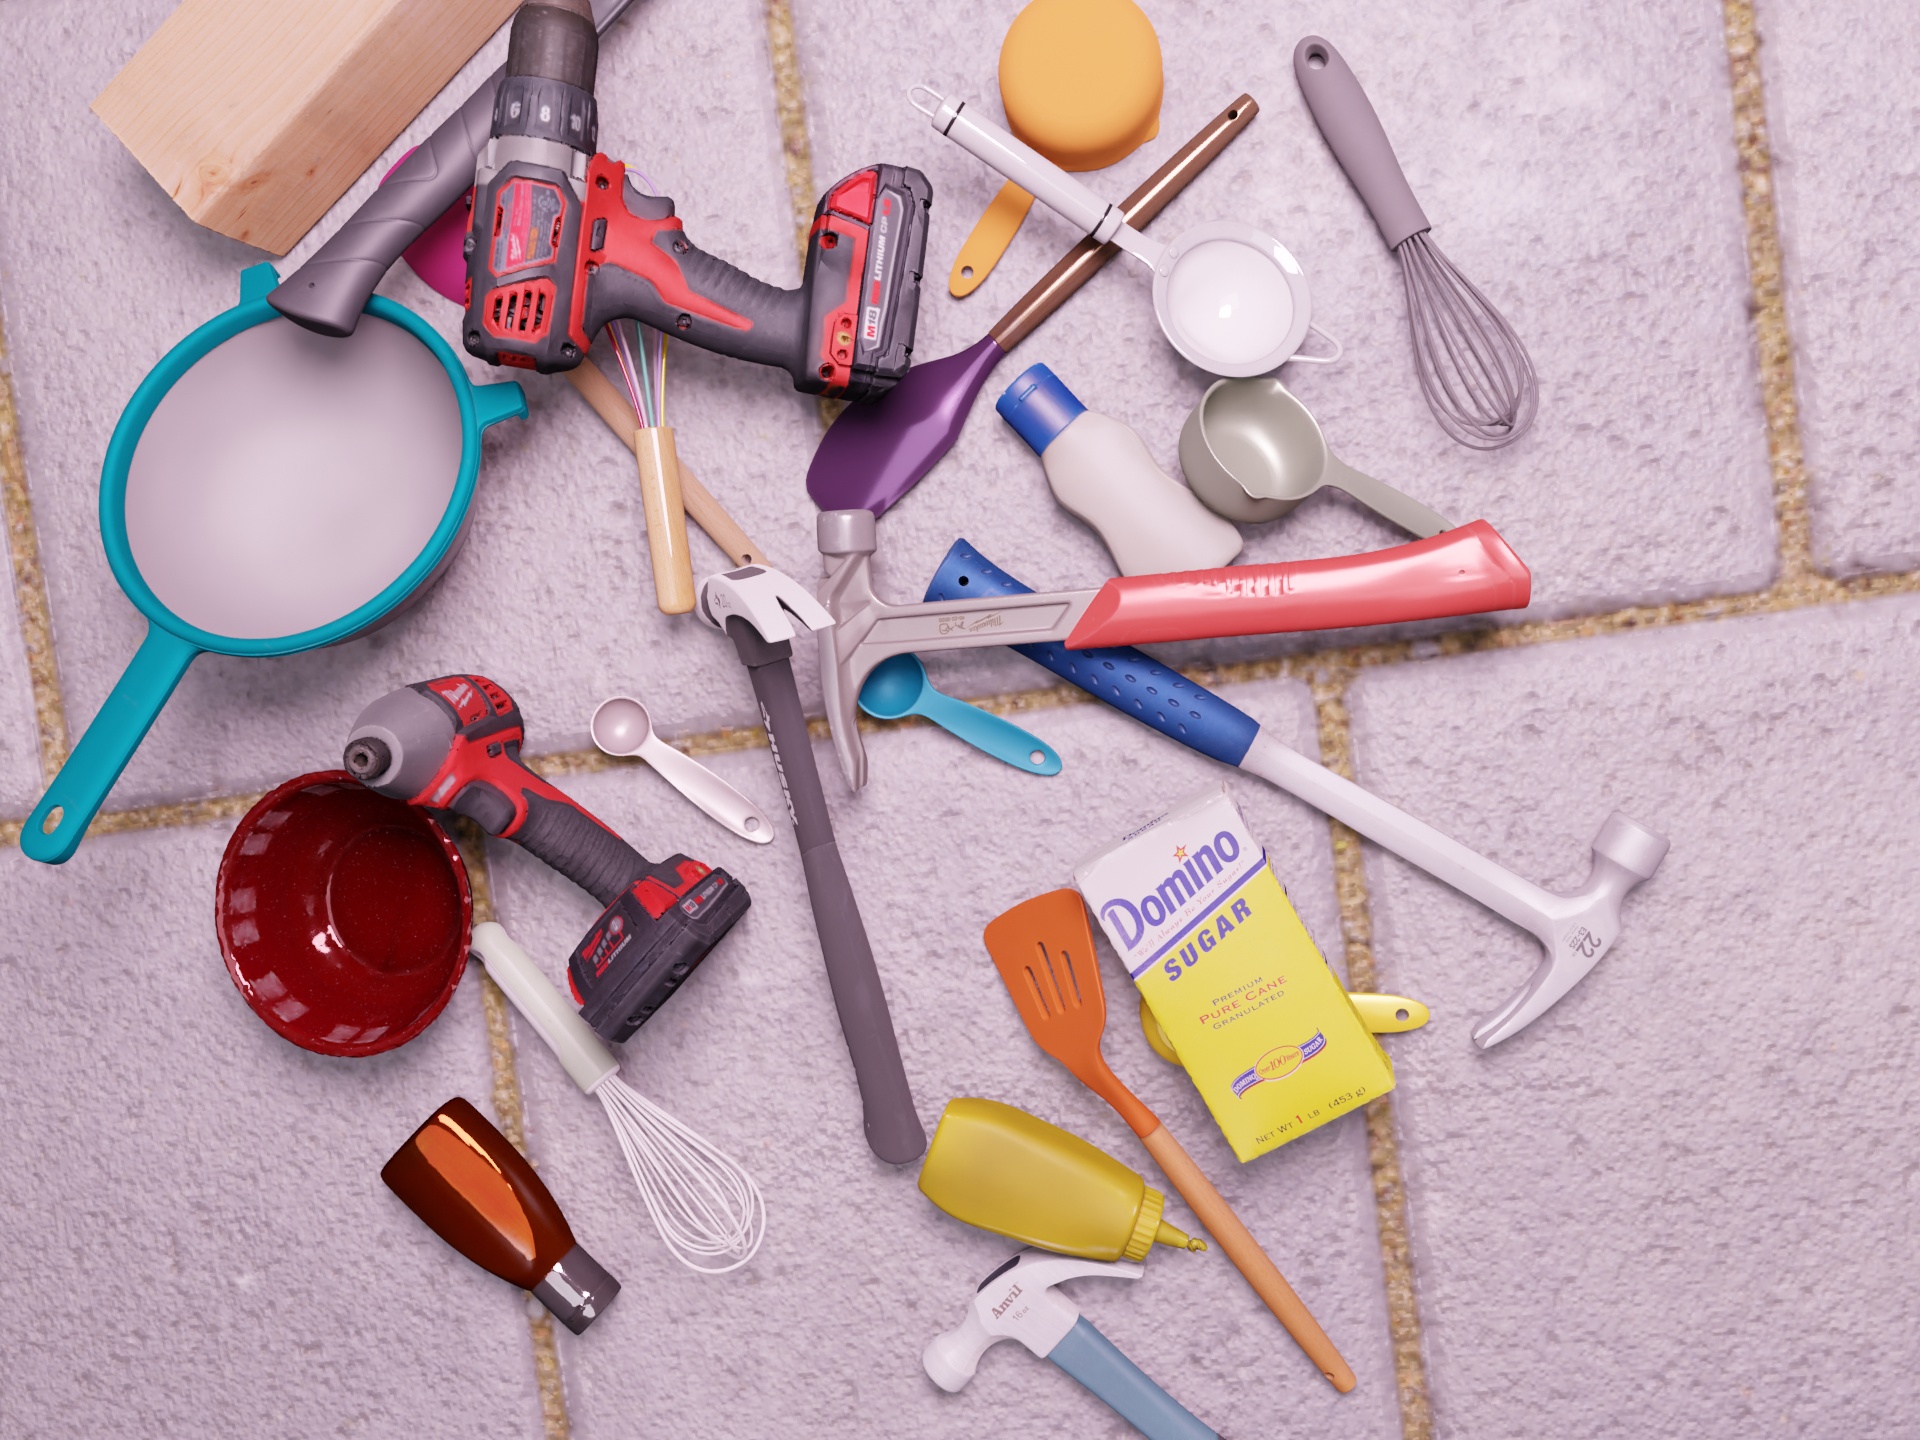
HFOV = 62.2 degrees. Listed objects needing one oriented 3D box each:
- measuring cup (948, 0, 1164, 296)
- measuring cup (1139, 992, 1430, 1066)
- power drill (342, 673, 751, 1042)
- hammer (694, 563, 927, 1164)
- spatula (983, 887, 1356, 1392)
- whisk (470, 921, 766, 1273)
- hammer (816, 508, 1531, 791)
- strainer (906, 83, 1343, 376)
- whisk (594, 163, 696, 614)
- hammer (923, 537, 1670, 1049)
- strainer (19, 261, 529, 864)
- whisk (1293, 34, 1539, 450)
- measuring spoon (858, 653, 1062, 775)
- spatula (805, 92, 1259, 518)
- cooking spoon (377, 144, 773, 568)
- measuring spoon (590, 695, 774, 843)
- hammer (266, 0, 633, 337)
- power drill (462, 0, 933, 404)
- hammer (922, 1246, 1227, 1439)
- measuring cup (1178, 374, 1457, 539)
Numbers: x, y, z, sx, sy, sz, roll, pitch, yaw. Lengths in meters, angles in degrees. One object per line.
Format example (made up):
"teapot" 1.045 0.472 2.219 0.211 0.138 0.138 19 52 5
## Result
"measuring cup" 0.040 -0.304 0.838 0.095 0.052 0.173 33 95 4
"measuring cup" 0.175 0.161 0.862 0.156 0.029 0.062 -1 94 10
"power drill" -0.227 0.063 0.853 0.219 0.143 0.078 42 100 1
"hammer" -0.071 0.081 0.853 0.035 0.146 0.334 -18 100 -21
"spatula" 0.122 0.236 0.870 0.081 0.041 0.322 -32 98 43
"whisk" -0.200 0.212 0.907 0.059 0.057 0.246 -39 83 -27
"hammer" 0.103 -0.048 0.816 0.359 0.037 0.149 -4 96 11
"strainer" 0.082 -0.252 0.822 0.258 0.050 0.087 32 76 -10
"whisk" -0.174 -0.179 0.865 0.047 0.051 0.245 -9 92 -23
"hammer" 0.161 0.024 0.853 0.405 0.035 0.144 30 97 4
"strainer" -0.378 -0.067 0.861 0.211 0.095 0.340 27 80 15
"whisk" 0.230 -0.249 0.825 0.055 0.055 0.239 -26 85 8
"measuring spoon" -0.001 -0.003 0.885 0.128 0.021 0.042 27 96 -4
"spatula" 0.037 -0.224 0.862 0.316 0.018 0.060 -42 80 8
"cooking spoon" -0.215 -0.198 0.895 0.069 0.017 0.319 -43 88 10
"measuring spoon" -0.157 0.031 0.907 0.124 0.018 0.034 38 84 -3
"hammer" -0.216 -0.361 0.843 0.149 0.036 0.409 42 87 5
"power drill" -0.133 -0.261 0.812 0.226 0.080 0.188 7 92 -13
"hammer" 0.144 0.416 0.882 0.331 0.033 0.128 40 98 3
"measuring cup" 0.190 -0.120 0.839 0.167 0.038 0.083 24 58 -13
